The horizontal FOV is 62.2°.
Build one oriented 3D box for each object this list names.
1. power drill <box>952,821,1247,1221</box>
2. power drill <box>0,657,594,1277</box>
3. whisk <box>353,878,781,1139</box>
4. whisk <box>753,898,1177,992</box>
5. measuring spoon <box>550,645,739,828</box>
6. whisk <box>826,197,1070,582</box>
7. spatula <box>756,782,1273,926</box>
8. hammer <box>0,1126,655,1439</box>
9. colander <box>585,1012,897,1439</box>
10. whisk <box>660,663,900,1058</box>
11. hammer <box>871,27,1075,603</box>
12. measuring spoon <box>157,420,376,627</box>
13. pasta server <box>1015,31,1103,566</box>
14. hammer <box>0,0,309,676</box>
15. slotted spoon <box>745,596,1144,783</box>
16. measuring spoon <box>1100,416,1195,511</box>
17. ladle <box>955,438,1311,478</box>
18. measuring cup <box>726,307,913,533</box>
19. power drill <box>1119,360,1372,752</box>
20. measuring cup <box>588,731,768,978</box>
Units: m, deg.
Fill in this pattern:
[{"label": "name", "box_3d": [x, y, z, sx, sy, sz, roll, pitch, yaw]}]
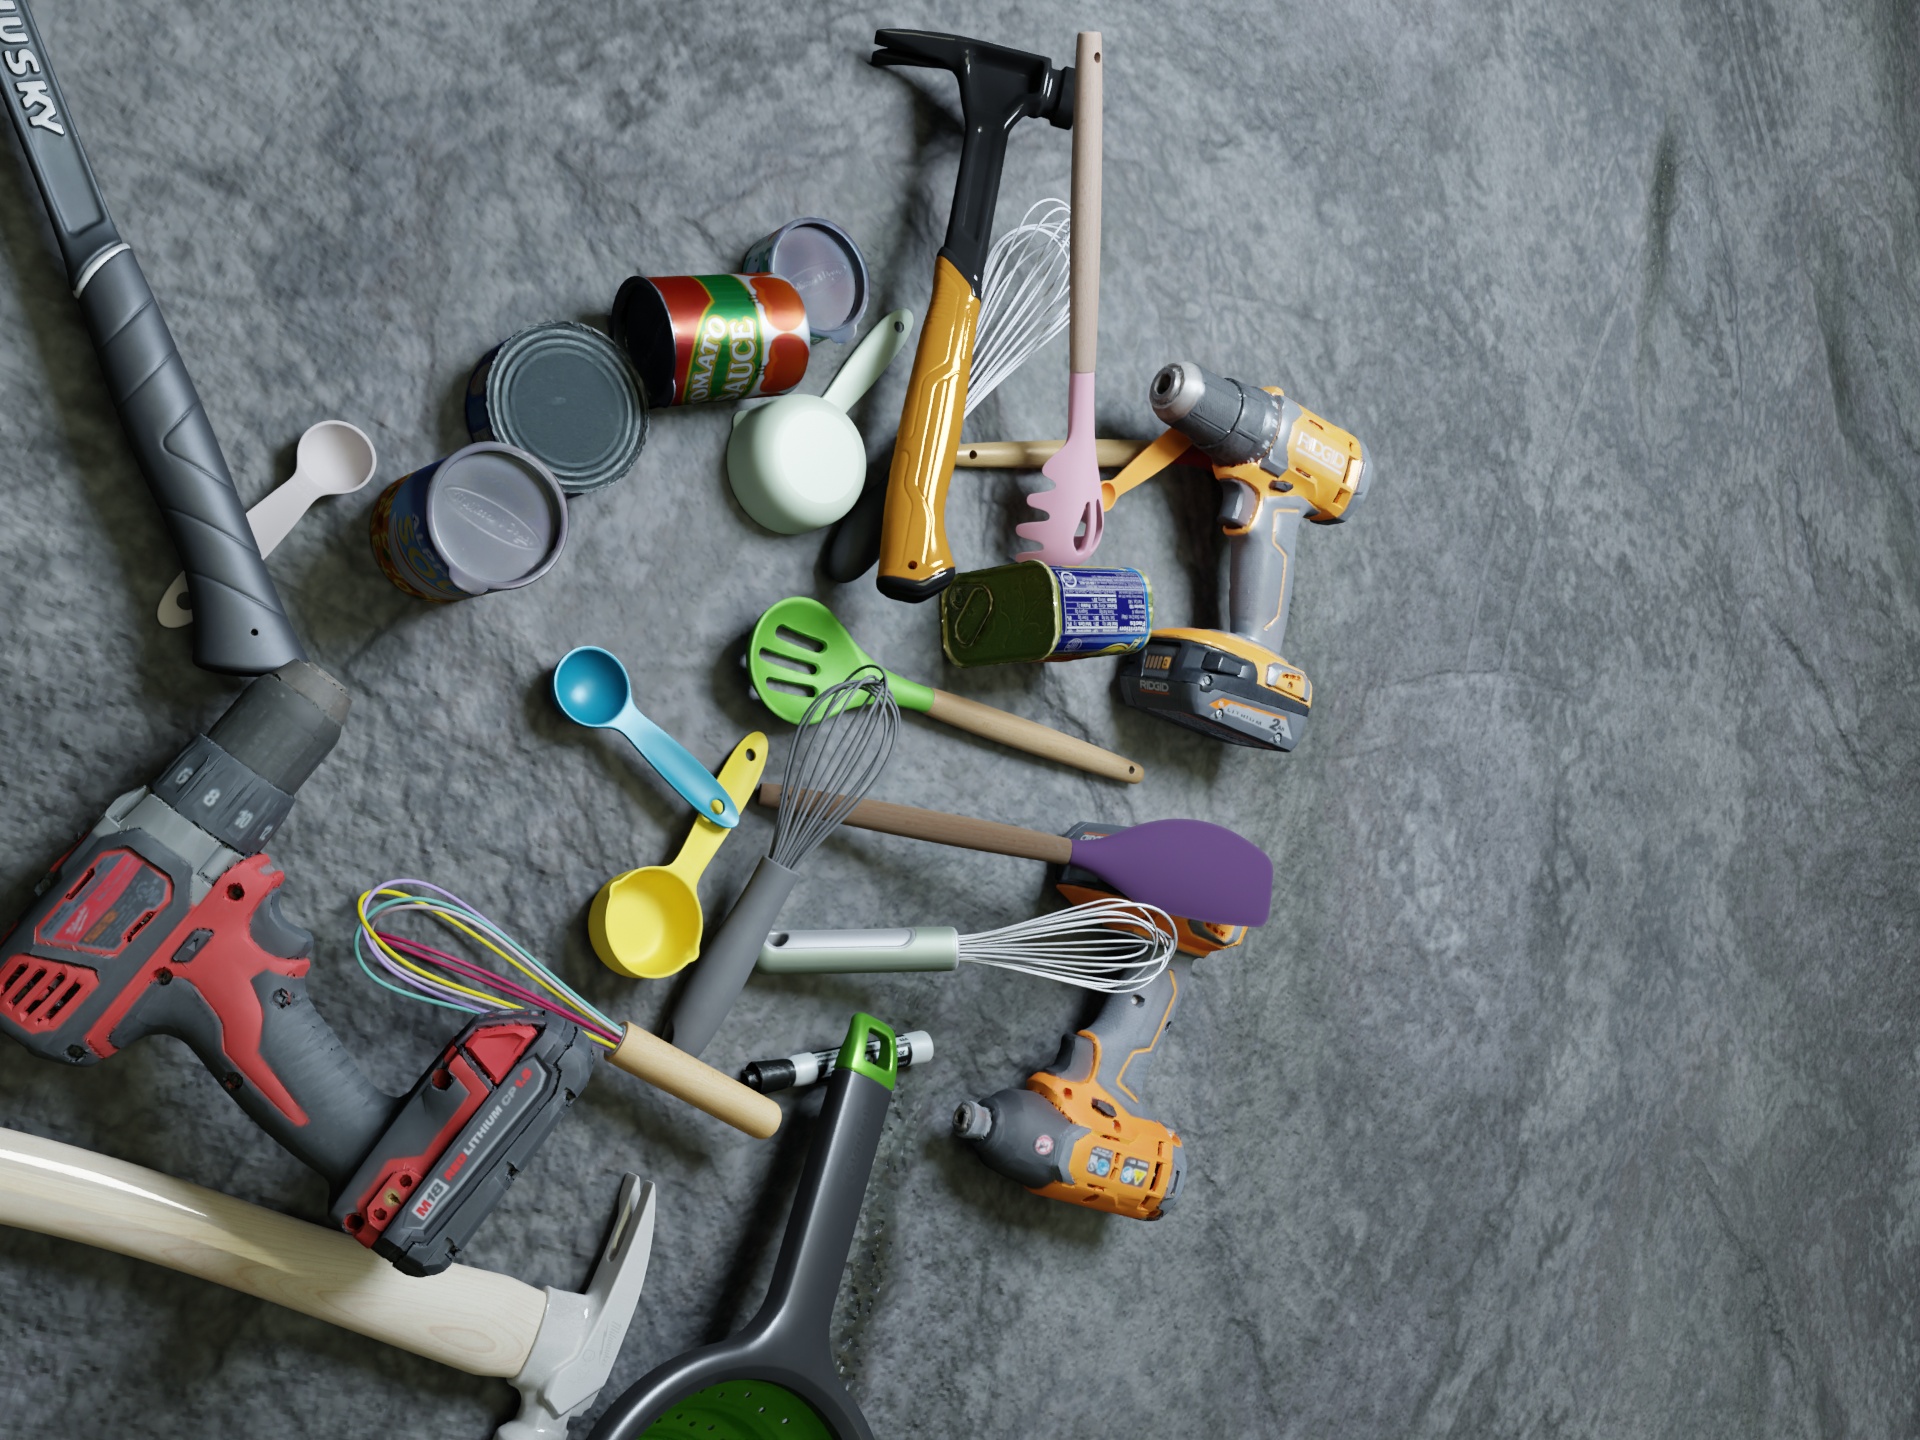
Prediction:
[{"label": "power drill", "box_3d": [0.086, 0.181, 0.977, 0.164, 0.084, 0.226, 23, 78, -32]}, {"label": "power drill", "box_3d": [-0.264, 0.102, 0.673, 0.226, 0.080, 0.188, 38, 76, -8]}, {"label": "whisk", "box_3d": [-0.188, 0.150, 0.779, 0.244, 0.047, 0.051, 36, 76, -26]}, {"label": "whisk", "box_3d": [0.004, 0.127, 0.888, 0.246, 0.058, 0.059, 1, 119, -12]}, {"label": "measuring spoon", "box_3d": [-0.164, 0.014, 0.824, 0.128, 0.021, 0.042, 47, 55, -23]}, {"label": "whisk", "box_3d": [0.001, -0.195, 0.943, 0.070, 0.070, 0.285, 41, 71, -29]}, {"label": "spatula", "box_3d": [0.038, 0.069, 0.915, 0.315, 0.018, 0.060, 11, 76, -15]}, {"label": "hammer", "box_3d": [-0.322, 0.215, 0.691, 0.410, 0.038, 0.146, 32, 68, -32]}, {"label": "colander", "box_3d": [-0.118, 0.342, 0.816, 0.204, 0.094, 0.397, 37, 55, -33]}, {"label": "whisk", "box_3d": [-0.098, 0.077, 0.844, 0.055, 0.055, 0.239, 32, 84, -32]}, {"label": "hammer", "box_3d": [-0.013, -0.231, 0.901, 0.127, 0.034, 0.337, 11, 78, -8]}, {"label": "measuring spoon", "box_3d": [-0.317, -0.088, 0.723, 0.034, 0.018, 0.124, 45, 70, -18]}, {"label": "pasta server", "box_3d": [0.066, -0.234, 0.938, 0.060, 0.040, 0.316, -22, 120, -44]}, {"label": "hammer", "box_3d": [-0.364, -0.210, 0.669, 0.149, 0.036, 0.409, -25, 102, -36]}, {"label": "slotted spoon", "box_3d": [-0.002, -0.003, 0.950, 0.313, 0.031, 0.070, 19, 77, -37]}, {"label": "measuring spoon", "box_3d": [0.122, -0.170, 1.032, 0.117, 0.011, 0.021, -40, 126, -28]}, {"label": "ladle", "box_3d": [0.119, -0.175, 1.048, 0.315, 0.031, 0.069, -7, 97, -35]}, {"label": "measuring cup", "box_3d": [-0.064, -0.178, 0.899, 0.083, 0.038, 0.168, 46, 65, -27]}, {"label": "power drill", "box_3d": [0.174, -0.109, 1.036, 0.185, 0.084, 0.226, 20, 84, -38]}, {"label": "measuring cup", "box_3d": [-0.145, 0.068, 0.844, 0.062, 0.029, 0.157, 46, 51, -26]}]
